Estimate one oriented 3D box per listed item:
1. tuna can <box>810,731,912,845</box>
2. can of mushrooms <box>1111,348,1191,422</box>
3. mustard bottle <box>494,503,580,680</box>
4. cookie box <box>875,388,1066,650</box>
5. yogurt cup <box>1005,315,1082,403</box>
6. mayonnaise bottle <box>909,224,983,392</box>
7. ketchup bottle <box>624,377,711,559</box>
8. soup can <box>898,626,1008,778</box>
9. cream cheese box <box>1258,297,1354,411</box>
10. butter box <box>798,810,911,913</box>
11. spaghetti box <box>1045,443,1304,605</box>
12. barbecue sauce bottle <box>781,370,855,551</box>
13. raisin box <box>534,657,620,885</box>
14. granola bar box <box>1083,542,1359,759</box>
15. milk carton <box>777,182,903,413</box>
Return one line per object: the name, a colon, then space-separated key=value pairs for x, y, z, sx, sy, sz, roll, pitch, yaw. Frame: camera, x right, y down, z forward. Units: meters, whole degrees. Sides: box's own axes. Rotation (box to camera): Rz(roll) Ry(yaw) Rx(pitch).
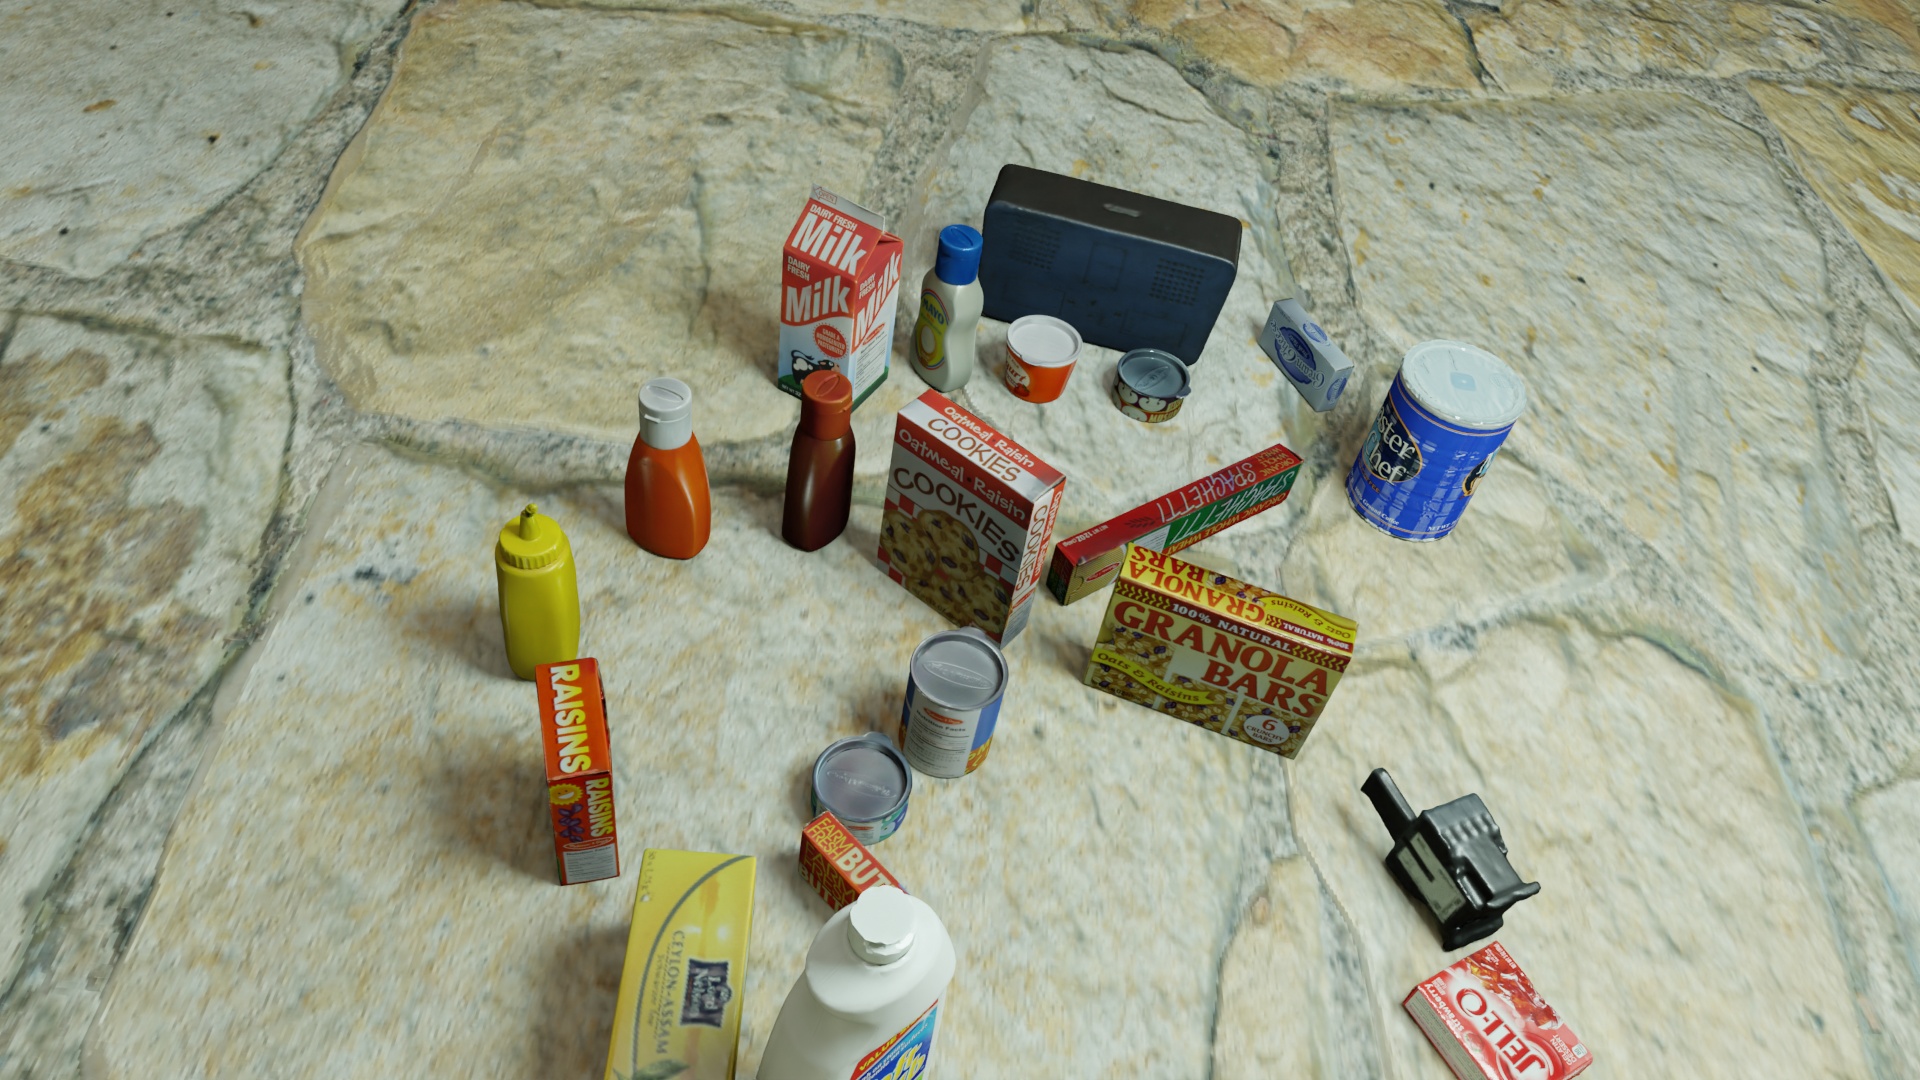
tuna can: x=-0.065 y=0.164 z=0.922 sx=0.071 sy=0.032 sz=0.071 roll=5 pitch=47 yaw=-6
can of mushrooms: x=0.172 y=-0.137 z=1.245 sx=0.071 sy=0.033 sz=0.071 roll=5 pitch=47 yaw=-6
mustard bottle: x=-0.281 y=0.028 z=0.921 sx=0.049 sy=0.159 sz=0.065 roll=2 pitch=47 yaw=-9
cookie box: x=0.004 y=-0.013 z=1.007 sx=0.123 sy=0.166 sz=0.040 roll=35 pitch=51 yaw=20
yogurt cup: x=0.070 y=-0.159 z=1.232 sx=0.072 sy=0.053 sz=0.073 roll=5 pitch=47 yaw=-6
mayonnaise bottle: x=-0.010 y=-0.200 z=1.191 sx=0.041 sy=0.147 sz=0.065 roll=-24 pitch=56 yaw=-29
ketchup bottle: x=-0.215 y=-0.052 z=1.015 sx=0.065 sy=0.148 sz=0.044 roll=21 pitch=47 yaw=9
soup can: x=-0.005 y=0.111 z=0.948 sx=0.071 sy=0.083 sz=0.072 roll=5 pitch=47 yaw=-6
cream cheese box: x=0.321 y=-0.173 z=1.292 sx=0.024 sy=0.053 sz=0.104 roll=-14 pitch=52 yaw=-22
butter box: x=-0.059 y=0.220 z=0.858 sx=0.024 sy=0.052 sz=0.104 roll=-32 pitch=60 yaw=-33
spaghetti box: x=0.176 y=-0.016 z=1.122 sx=0.251 sy=0.049 sz=0.029 roll=-23 pitch=56 yaw=-28
barbecue sauce bottle: x=-0.104 y=-0.061 z=1.044 sx=0.044 sy=0.147 sz=0.065 roll=27 pitch=49 yaw=14
raisin box: x=-0.233 y=0.142 z=0.849 sx=0.040 sy=0.122 sz=0.086 roll=-6 pitch=49 yaw=-16
granola bar box: x=0.180 y=0.080 z=0.983 sx=0.166 sy=0.123 sz=0.039 roll=19 pitch=47 yaw=7
milk carton: x=-0.099 y=-0.201 z=1.146 sx=0.072 sy=0.189 sz=0.074 roll=28 pitch=49 yaw=15
